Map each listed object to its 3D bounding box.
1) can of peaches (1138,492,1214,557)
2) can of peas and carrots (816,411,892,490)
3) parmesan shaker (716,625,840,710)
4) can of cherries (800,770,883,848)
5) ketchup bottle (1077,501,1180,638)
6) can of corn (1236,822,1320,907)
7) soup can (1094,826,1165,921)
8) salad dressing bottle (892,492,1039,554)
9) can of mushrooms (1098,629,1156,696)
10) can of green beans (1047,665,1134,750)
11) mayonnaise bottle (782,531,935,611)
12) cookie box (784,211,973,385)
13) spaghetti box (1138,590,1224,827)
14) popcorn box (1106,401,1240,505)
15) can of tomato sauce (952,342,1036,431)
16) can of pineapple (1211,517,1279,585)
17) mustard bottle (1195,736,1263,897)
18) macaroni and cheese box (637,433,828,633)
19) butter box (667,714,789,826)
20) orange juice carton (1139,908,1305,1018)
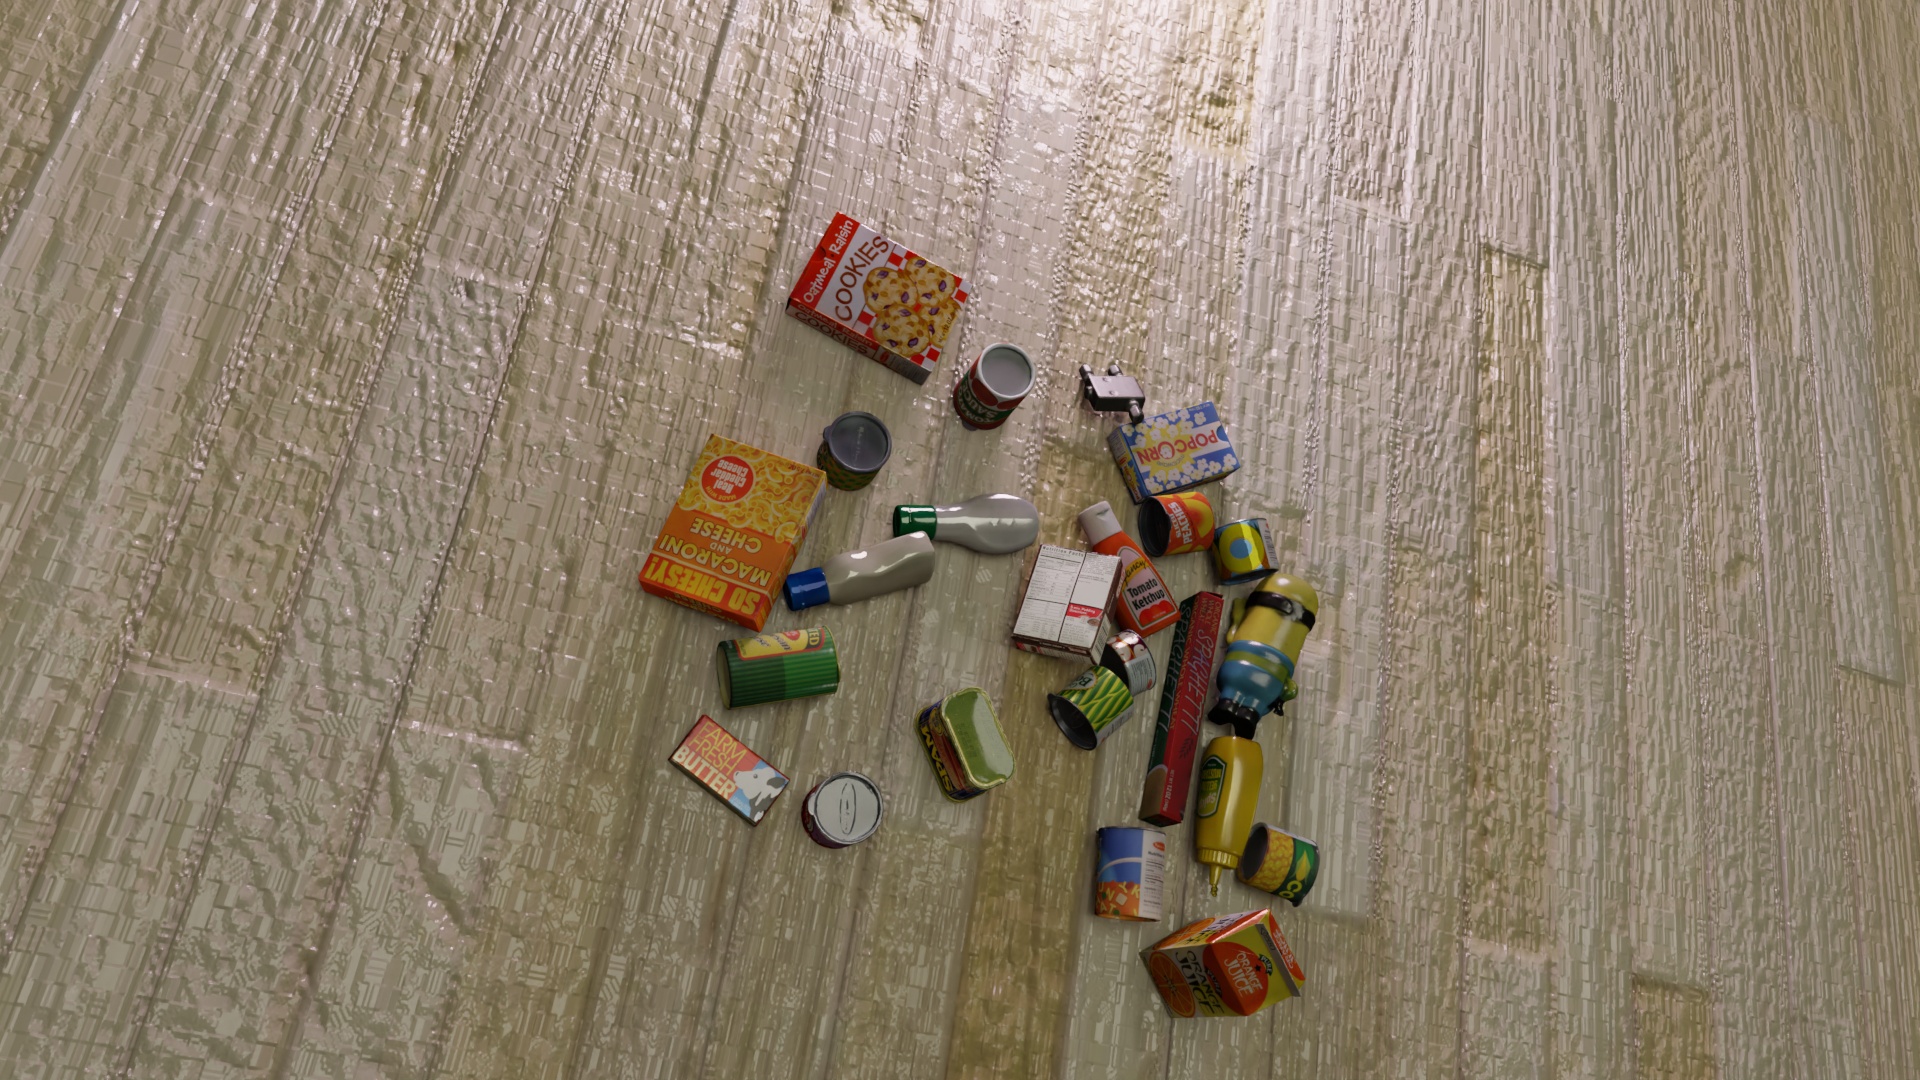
[{"bbox_3d":[0.234,-0.018,1.495,0.058,0.071,0.071,-6,74,-22],"label":"can of peaches"},{"bbox_3d":[-0.111,-0.090,1.407,0.071,0.058,0.071,6,70,-16],"label":"can of peas and carrots"},{"bbox_3d":[-0.172,0.120,1.307,0.103,0.071,0.071,-7,75,-21],"label":"parmesan shaker"},{"bbox_3d":[-0.113,0.250,1.290,0.071,0.058,0.071,6,72,-17],"label":"can of cherries"},{"bbox_3d":[0.173,0.031,1.472,0.065,0.043,0.149,-23,80,-24],"label":"ketchup bottle"},{"bbox_3d":[0.321,0.328,1.408,0.058,0.071,0.071,22,66,-10],"label":"can of corn"},{"bbox_3d":[0.163,0.326,1.358,0.071,0.071,0.084,11,70,-15],"label":"soup can"},{"bbox_3d":[0.005,-0.018,1.432,0.148,0.044,0.064,1,74,-18],"label":"salad dressing bottle"},{"bbox_3d":[0.168,0.127,1.427,0.033,0.070,0.071,-21,80,-23],"label":"can of mushrooms"},{"bbox_3d":[0.133,0.168,1.399,0.058,0.071,0.071,-35,86,-26],"label":"can of green beans"},{"bbox_3d":[-0.100,0.034,1.369,0.148,0.064,0.041,-15,59,-19],"label":"mayonnaise bottle"},{"bbox_3d":[-0.086,-0.260,1.484,0.167,0.040,0.123,27,65,-8],"label":"cookie box"},{"bbox_3d":[0.230,0.171,1.440,0.029,0.050,0.251,21,66,-13],"label":"spaghetti box"},{"bbox_3d":[0.236,-0.097,1.541,0.127,0.038,0.085,-16,77,-23],"label":"popcorn box"},{"bbox_3d":[0.034,-0.162,1.468,0.071,0.082,0.071,6,70,-17],"label":"can of tomato sauce"},{"bbox_3d":[0.307,0.013,1.514,0.071,0.070,0.058,-7,75,-21],"label":"can of pineapple"},{"bbox_3d":[0.268,0.280,1.410,0.049,0.065,0.161,18,71,-17],"label":"mustard bottle"},{"bbox_3d":[-0.216,-0.008,1.335,0.124,0.040,0.167,19,66,8],"label":"macaroni and cheese box"},{"bbox_3d":[-0.215,0.213,1.287,0.103,0.024,0.053,39,65,-3],"label":"butter box"},{"bbox_3d":[0.250,0.394,1.292,0.073,0.192,0.072,-22,80,-25],"label":"orange juice carton"}]
